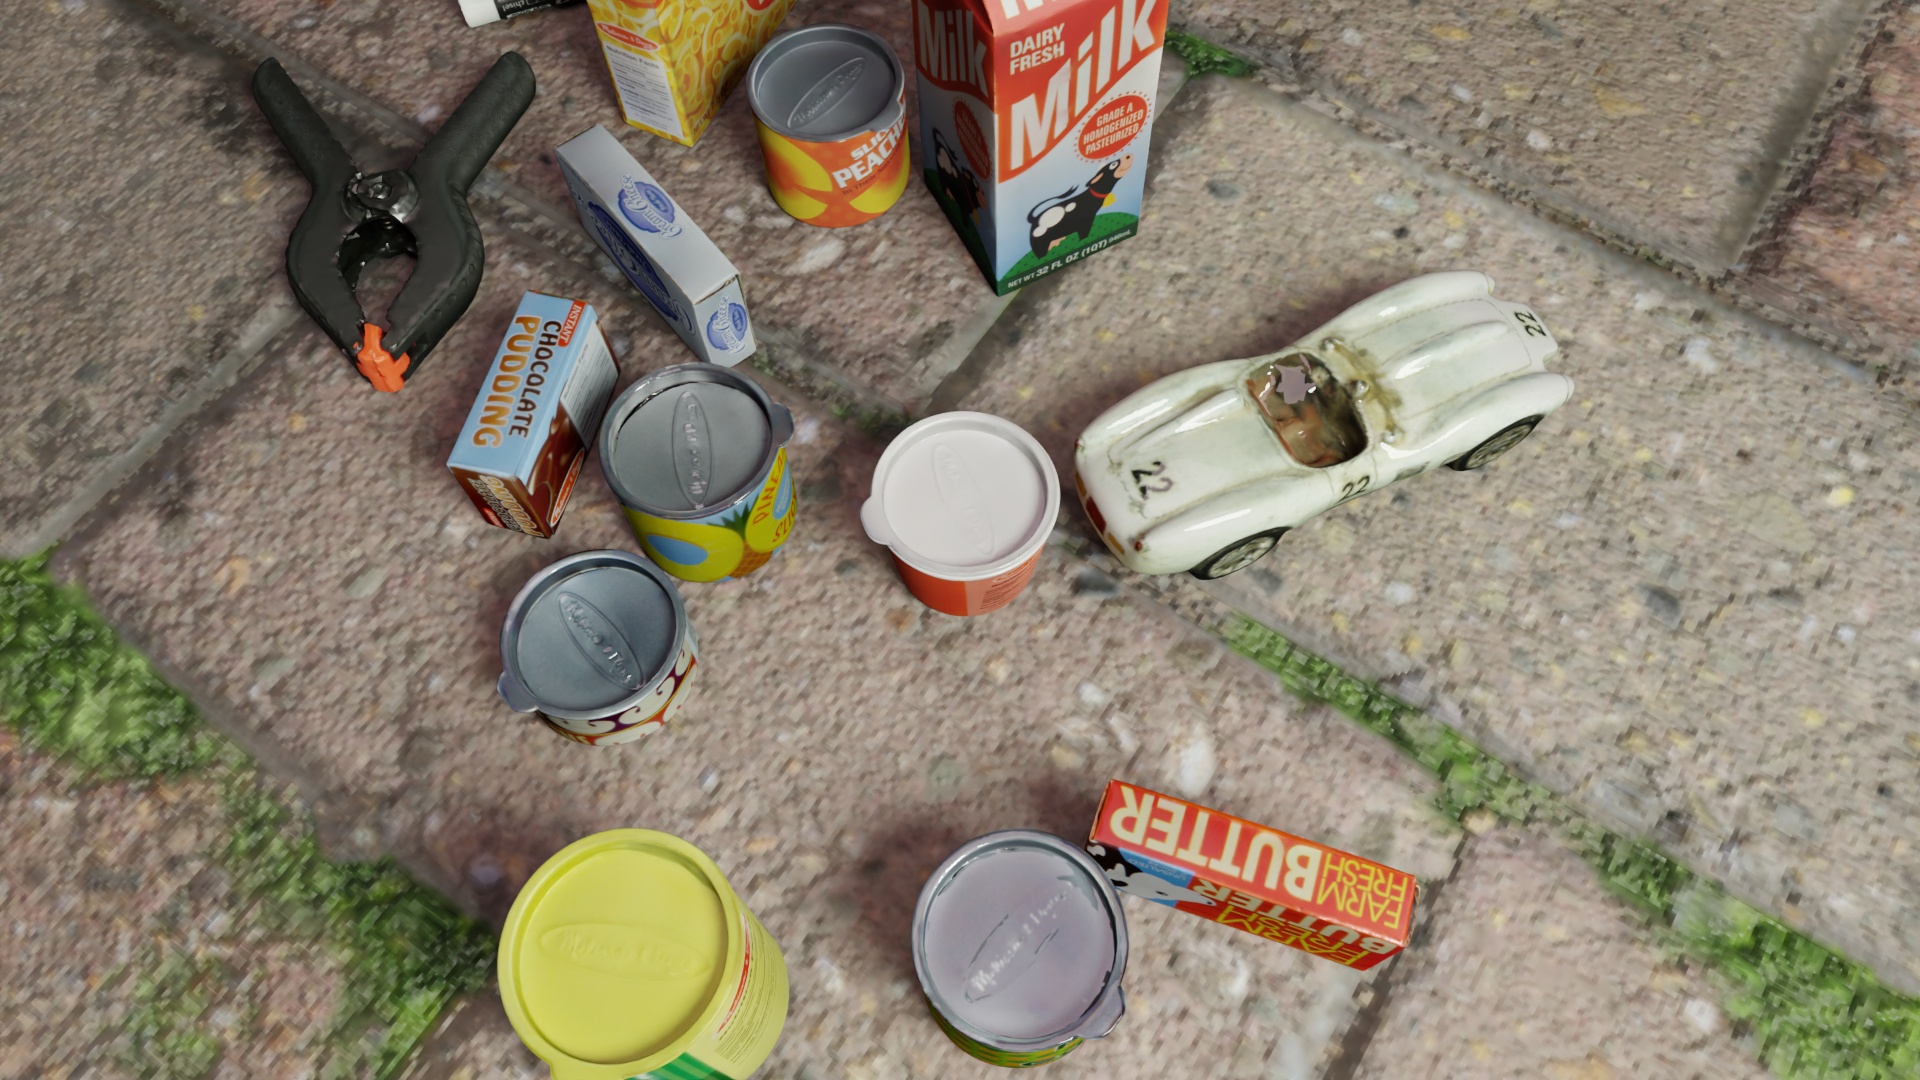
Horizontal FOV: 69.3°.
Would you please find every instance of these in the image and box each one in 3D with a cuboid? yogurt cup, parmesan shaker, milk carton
[{"bbox_3d":[0.002,-0.006,0.517,0.072,0.053,0.072,0,64,1],"label":"yogurt cup"},{"bbox_3d":[-0.092,0.135,0.421,0.071,0.102,0.071,0,64,1],"label":"parmesan shaker"},{"bbox_3d":[0.028,-0.187,0.531,0.072,0.189,0.073,-25,66,-11],"label":"milk carton"}]

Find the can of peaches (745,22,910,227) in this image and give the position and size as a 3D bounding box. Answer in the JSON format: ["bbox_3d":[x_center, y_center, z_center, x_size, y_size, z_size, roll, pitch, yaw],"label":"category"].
[{"bbox_3d":[-0.054,-0.177,0.601,0.071,0.057,0.071,0,64,1],"label":"can of peaches"}]

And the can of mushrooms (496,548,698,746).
[{"bbox_3d":[-0.132,0.041,0.507,0.071,0.033,0.071,0,64,1],"label":"can of mushrooms"}]

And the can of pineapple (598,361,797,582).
[{"bbox_3d":[-0.096,-0.024,0.525,0.071,0.057,0.071,0,64,1],"label":"can of pineapple"}]

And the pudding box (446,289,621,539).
[{"bbox_3d":[-0.165,-0.050,0.543,0.030,0.049,0.084,11,64,6],"label":"pudding box"}]

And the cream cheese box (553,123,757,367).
[{"bbox_3d":[-0.125,-0.121,0.576,0.024,0.053,0.104,-37,69,-16],"label":"cream cheese box"}]

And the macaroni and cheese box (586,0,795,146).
[{"bbox_3d":[-0.115,-0.271,0.589,0.040,0.165,0.124,22,66,11],"label":"macaroni and cheese box"}]

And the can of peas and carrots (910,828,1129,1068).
[{"bbox_3d":[0.020,0.133,0.444,0.071,0.058,0.071,0,64,1],"label":"can of peas and carrots"}]

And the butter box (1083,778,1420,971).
[{"bbox_3d":[0.092,0.111,0.458,0.103,0.053,0.024,17,65,9],"label":"butter box"}]
